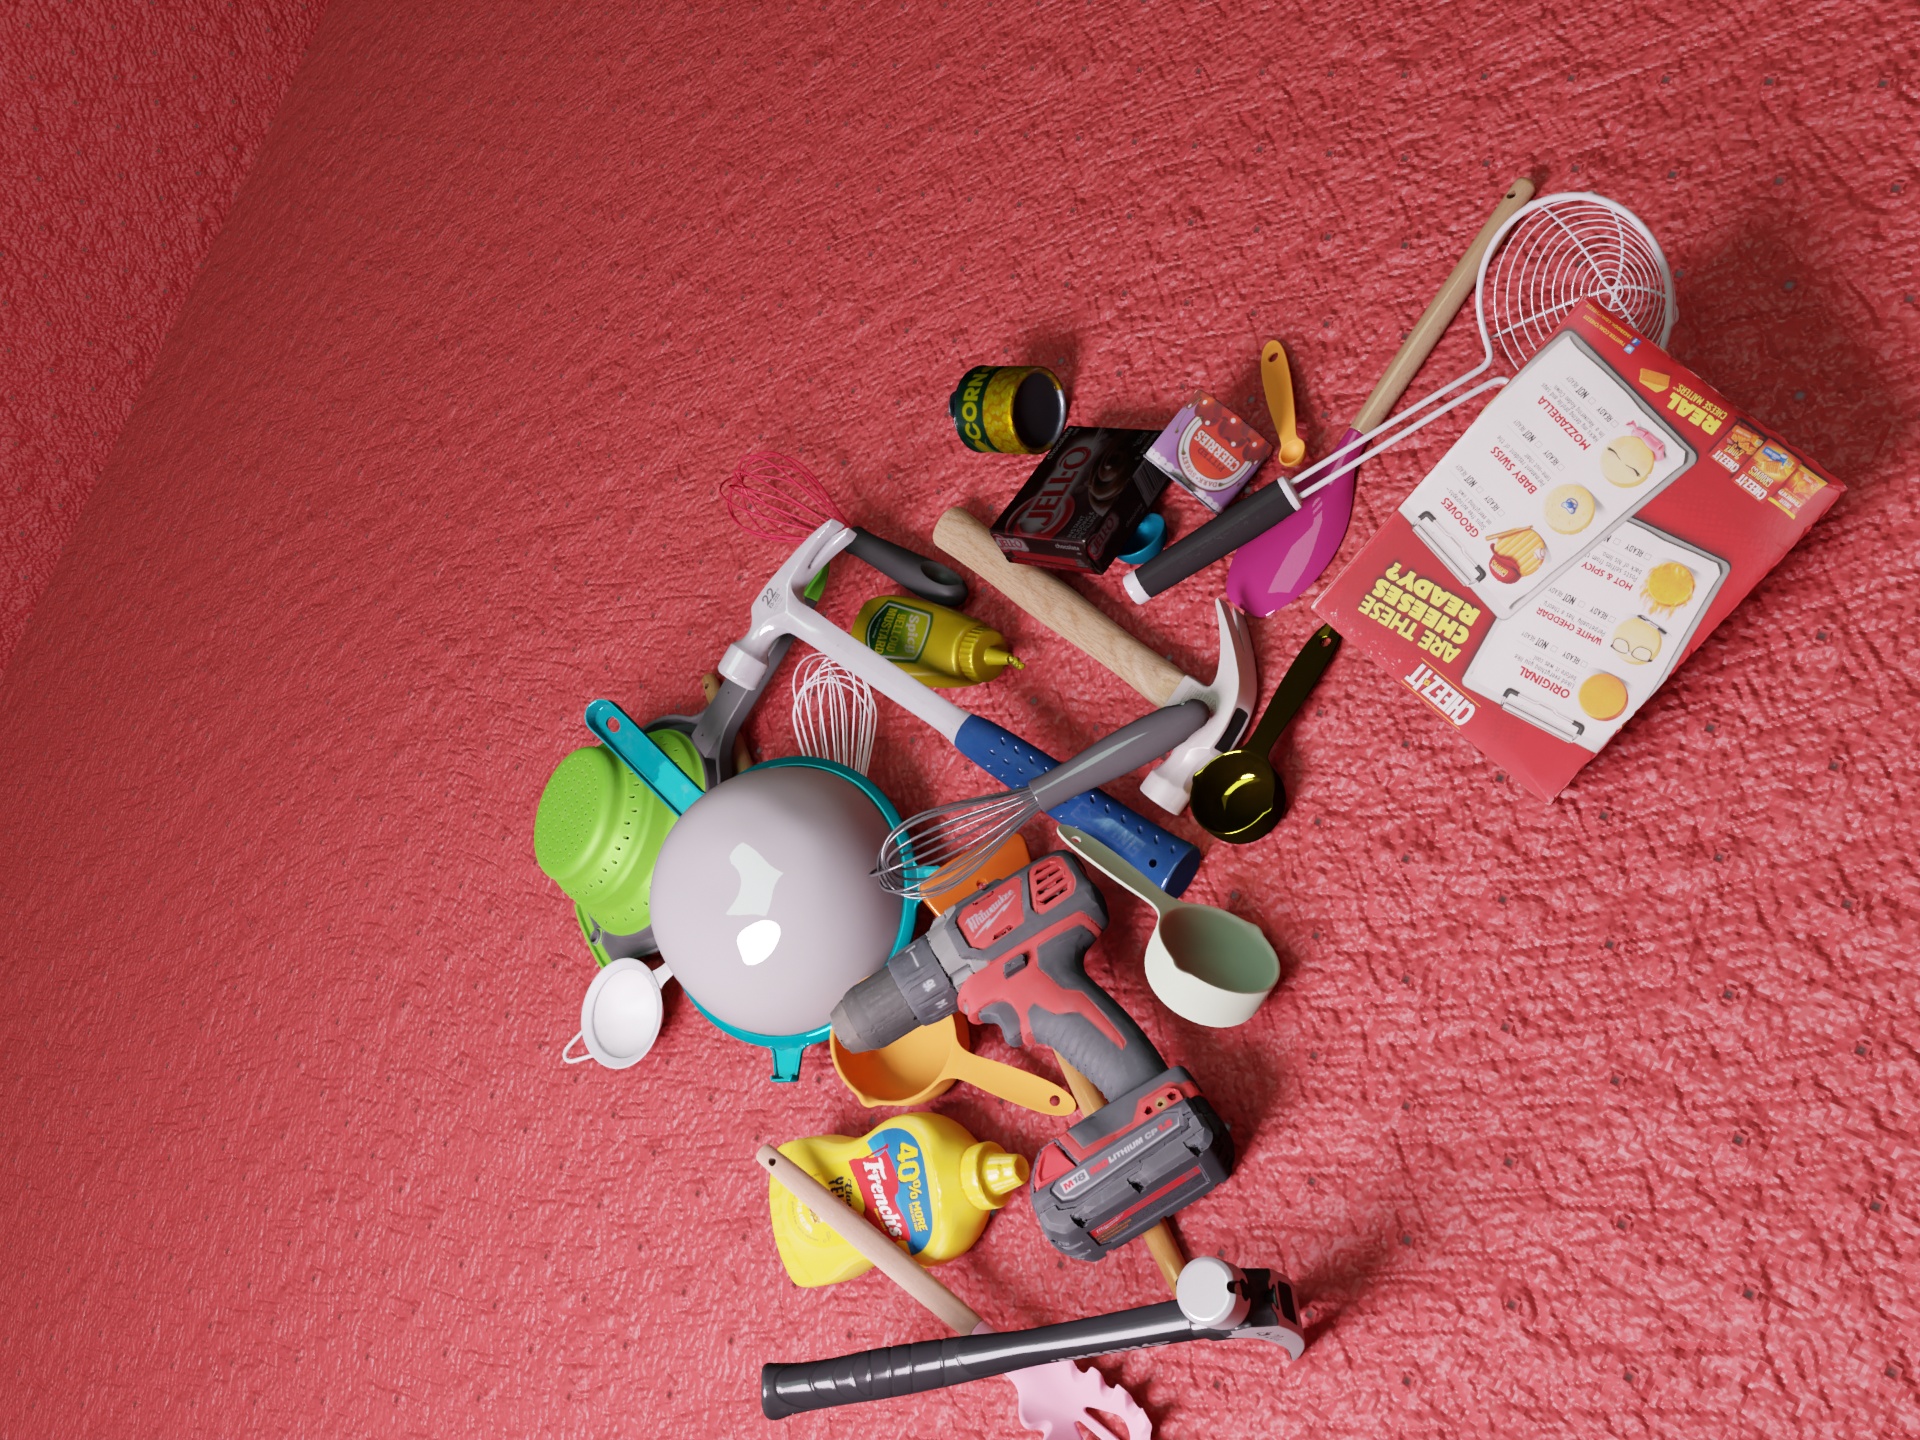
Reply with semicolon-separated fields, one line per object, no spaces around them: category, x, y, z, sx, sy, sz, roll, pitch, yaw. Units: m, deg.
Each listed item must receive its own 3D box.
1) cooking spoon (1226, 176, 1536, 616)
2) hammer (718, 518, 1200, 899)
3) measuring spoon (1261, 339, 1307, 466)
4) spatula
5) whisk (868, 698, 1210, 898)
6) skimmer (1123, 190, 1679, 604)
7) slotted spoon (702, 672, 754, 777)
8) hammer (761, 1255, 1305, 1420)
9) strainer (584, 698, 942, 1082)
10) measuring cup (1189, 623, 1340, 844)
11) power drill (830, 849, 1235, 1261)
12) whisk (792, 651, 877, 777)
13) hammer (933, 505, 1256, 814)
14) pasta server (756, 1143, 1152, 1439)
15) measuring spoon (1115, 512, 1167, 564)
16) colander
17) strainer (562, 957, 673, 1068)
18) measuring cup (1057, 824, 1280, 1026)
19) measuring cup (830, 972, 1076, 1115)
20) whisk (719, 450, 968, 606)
cooking spoon;0.269;-0.205;1.016;0.069;0.017;0.319;40;100;44
hammer;-0.002;-0.003;1.095;0.406;0.035;0.144;34;94;32
measuring spoon;0.217;-0.213;1.065;0.021;0.011;0.117;-30;45;33
spatula;0.069;0.214;0.992;0.081;0.041;0.323;-28;54;0
whisk;0.049;0.047;1.000;0.239;0.055;0.055;-28;53;6
skimmer;0.245;-0.172;0.955;0.363;0.090;0.127;-31;81;21
slotted spoon;-0.163;0.073;1.265;0.070;0.031;0.314;-44;48;21
hammer;0.028;0.348;0.875;0.335;0.146;0.035;-21;56;25
strainer;-0.185;0.083;1.141;0.341;0.095;0.211;41;97;25
measuring cup;0.199;0.008;0.987;0.062;0.029;0.156;23;76;44
power drill;0.038;0.205;0.953;0.188;0.080;0.227;-31;55;-1
whisk;-0.087;0.080;1.181;0.070;0.070;0.285;-20;65;33
hammer;0.082;-0.073;1.112;0.130;0.031;0.332;-56;46;8
pasta server;-0.013;0.350;0.961;0.316;0.040;0.060;31;79;29
measuring spoon;0.101;-0.129;1.133;0.042;0.021;0.129;-51;34;-17
colander;-0.238;0.018;1.278;0.397;0.094;0.205;-57;41;14
strainer;-0.219;0.188;1.238;0.258;0.050;0.087;-46;57;22
measuring cup;0.115;0.122;0.956;0.168;0.083;0.038;38;125;31
measuring cup;0.000;0.226;1.050;0.174;0.052;0.095;17;80;20
whisk;-0.097;-0.153;1.284;0.296;0.073;0.073;31;93;38
